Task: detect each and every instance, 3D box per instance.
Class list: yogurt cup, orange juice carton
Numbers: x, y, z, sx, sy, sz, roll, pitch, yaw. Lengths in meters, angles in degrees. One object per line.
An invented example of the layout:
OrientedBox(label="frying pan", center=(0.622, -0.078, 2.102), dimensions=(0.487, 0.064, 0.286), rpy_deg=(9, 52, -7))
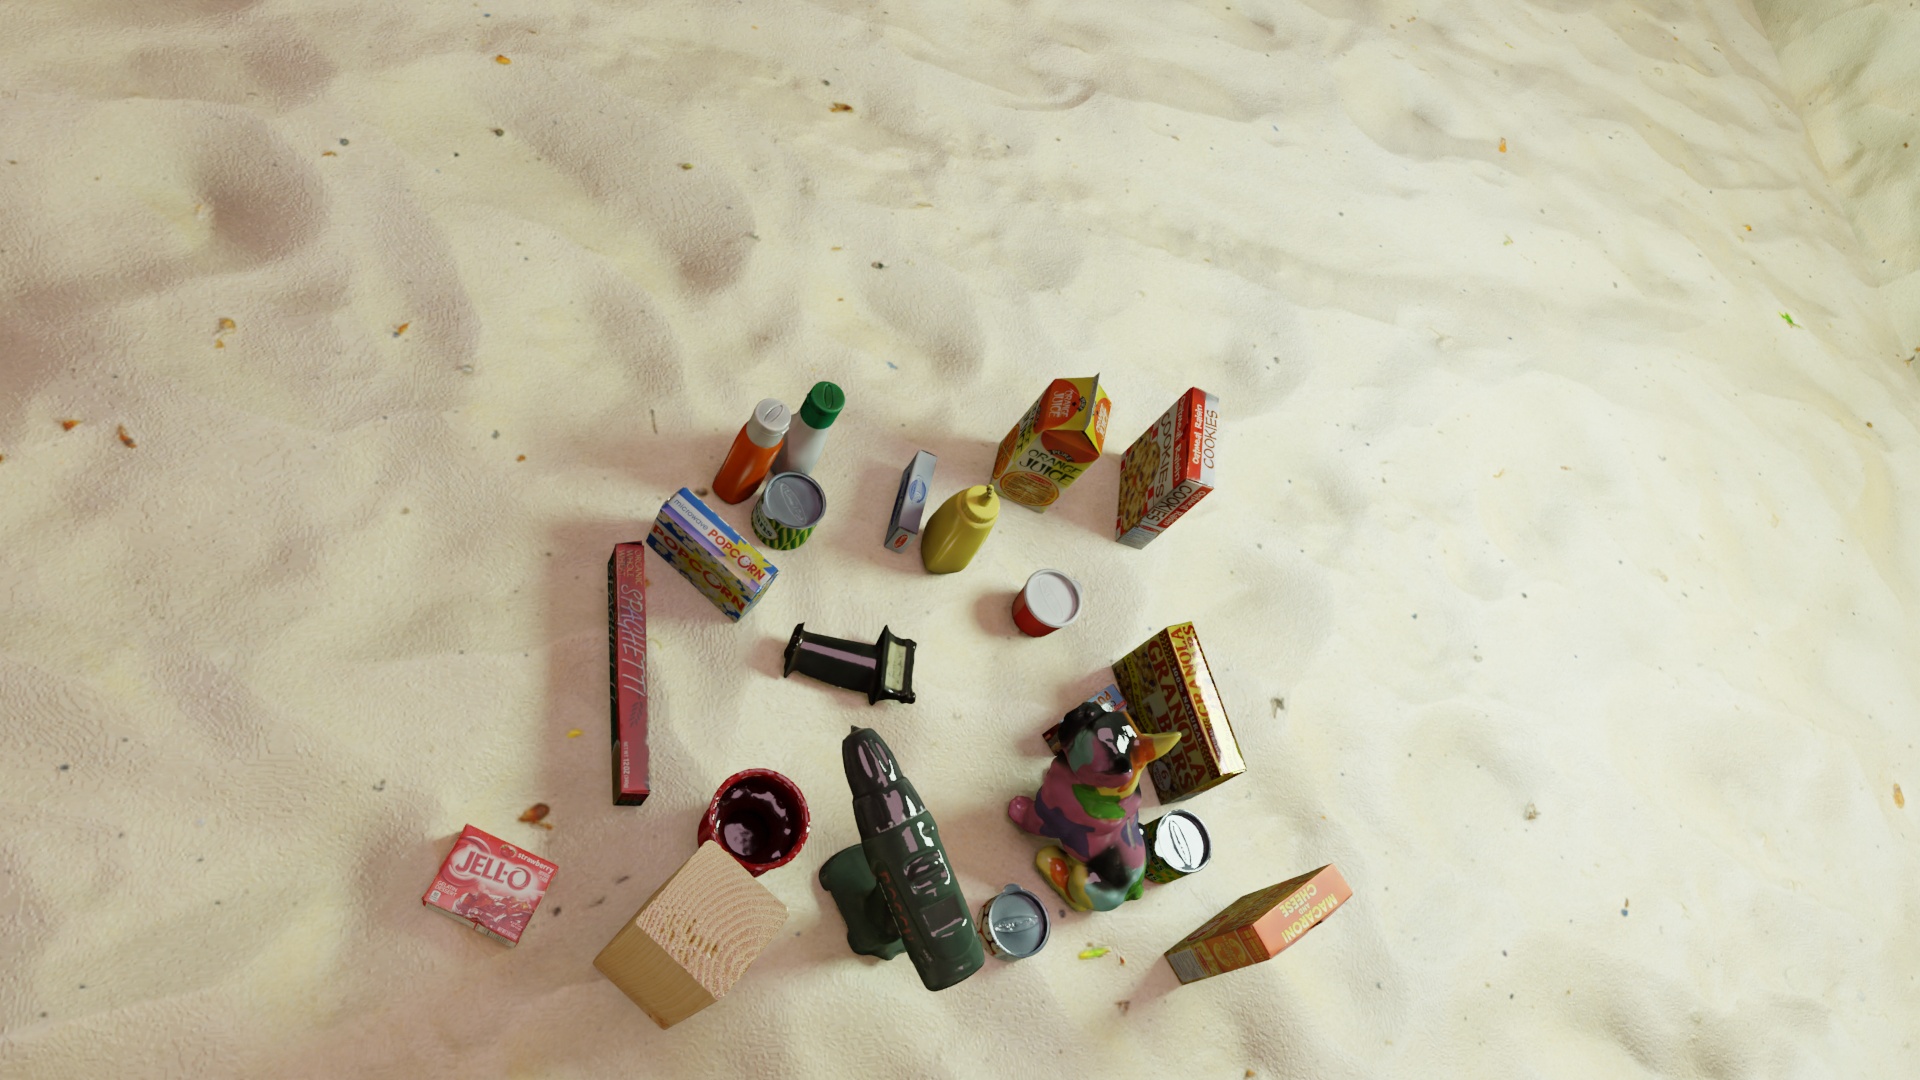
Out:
OrientedBox(label="yogurt cup", center=(0.091, 0.071, 1.512), dimensions=(0.072, 0.053, 0.072), rpy_deg=(10, 62, -19))
OrientedBox(label="orange juice carton", center=(0.105, -0.110, 1.525), dimensions=(0.073, 0.191, 0.072), rpy_deg=(23, 59, -13))

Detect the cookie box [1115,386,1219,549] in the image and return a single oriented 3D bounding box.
OrientedBox(label="cookie box", center=(0.234, -0.080, 1.583), dimensions=(0.040, 0.166, 0.123), rpy_deg=(17, 60, -16))

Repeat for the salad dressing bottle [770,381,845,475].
OrientedBox(label="salad dressing bottle", center=(-0.158, -0.113, 1.436), dimensions=(0.044, 0.147, 0.064), rpy_deg=(7, 63, -21))

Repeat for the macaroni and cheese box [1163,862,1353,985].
OrientedBox(label="macaroni and cheese box", center=(0.295, 0.383, 1.381), dimensions=(0.124, 0.165, 0.040), rpy_deg=(-25, 78, -31))

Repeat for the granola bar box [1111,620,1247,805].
OrientedBox(label="granola bar box", center=(0.229, 0.185, 1.474), dimensions=(0.039, 0.123, 0.166), rpy_deg=(-8, 69, -27))

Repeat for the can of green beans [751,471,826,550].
OrientedBox(label="can of green beans", center=(-0.179, -0.030, 1.439), dimensions=(0.071, 0.057, 0.071), rpy_deg=(10, 62, -19))

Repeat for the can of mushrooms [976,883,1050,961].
OrientedBox(label="can of mushrooms", center=(0.051, 0.373, 1.356), dimensions=(0.071, 0.033, 0.071), rpy_deg=(10, 62, -19))

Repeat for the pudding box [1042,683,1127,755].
OrientedBox(label="pudding box", center=(0.132, 0.190, 1.473), dimensions=(0.084, 0.049, 0.030), rpy_deg=(-31, 81, -32))

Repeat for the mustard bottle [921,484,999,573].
OrientedBox(label="mustard bottle", center=(0.005, -0.018, 1.454), dimensions=(0.049, 0.159, 0.065), rpy_deg=(6, 64, -22))

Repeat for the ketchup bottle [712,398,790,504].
OrientedBox(label="ketchup bottle", center=(-0.207, -0.092, 1.403), dimensions=(0.043, 0.148, 0.065), rpy_deg=(41, 57, -1))

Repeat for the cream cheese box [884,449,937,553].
OrientedBox(label="cream cheese box", center=(-0.054, -0.042, 1.504), dimensions=(0.024, 0.053, 0.104), rpy_deg=(21, 59, -13))

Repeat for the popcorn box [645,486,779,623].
OrientedBox(label="popcorn box", center=(-0.246, 0.015, 1.371), dimensions=(0.127, 0.085, 0.038), rpy_deg=(42, 57, 0))

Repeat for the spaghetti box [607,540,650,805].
OrientedBox(label="spaghetti box", center=(-0.313, 0.122, 1.309), dimensions=(0.029, 0.050, 0.251), rpy_deg=(3, 64, -23))

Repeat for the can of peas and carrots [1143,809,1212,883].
OrientedBox(label="can of peas and carrots", center=(0.217, 0.319, 1.442), dimensions=(0.071, 0.058, 0.071), rpy_deg=(10, 62, -19))
